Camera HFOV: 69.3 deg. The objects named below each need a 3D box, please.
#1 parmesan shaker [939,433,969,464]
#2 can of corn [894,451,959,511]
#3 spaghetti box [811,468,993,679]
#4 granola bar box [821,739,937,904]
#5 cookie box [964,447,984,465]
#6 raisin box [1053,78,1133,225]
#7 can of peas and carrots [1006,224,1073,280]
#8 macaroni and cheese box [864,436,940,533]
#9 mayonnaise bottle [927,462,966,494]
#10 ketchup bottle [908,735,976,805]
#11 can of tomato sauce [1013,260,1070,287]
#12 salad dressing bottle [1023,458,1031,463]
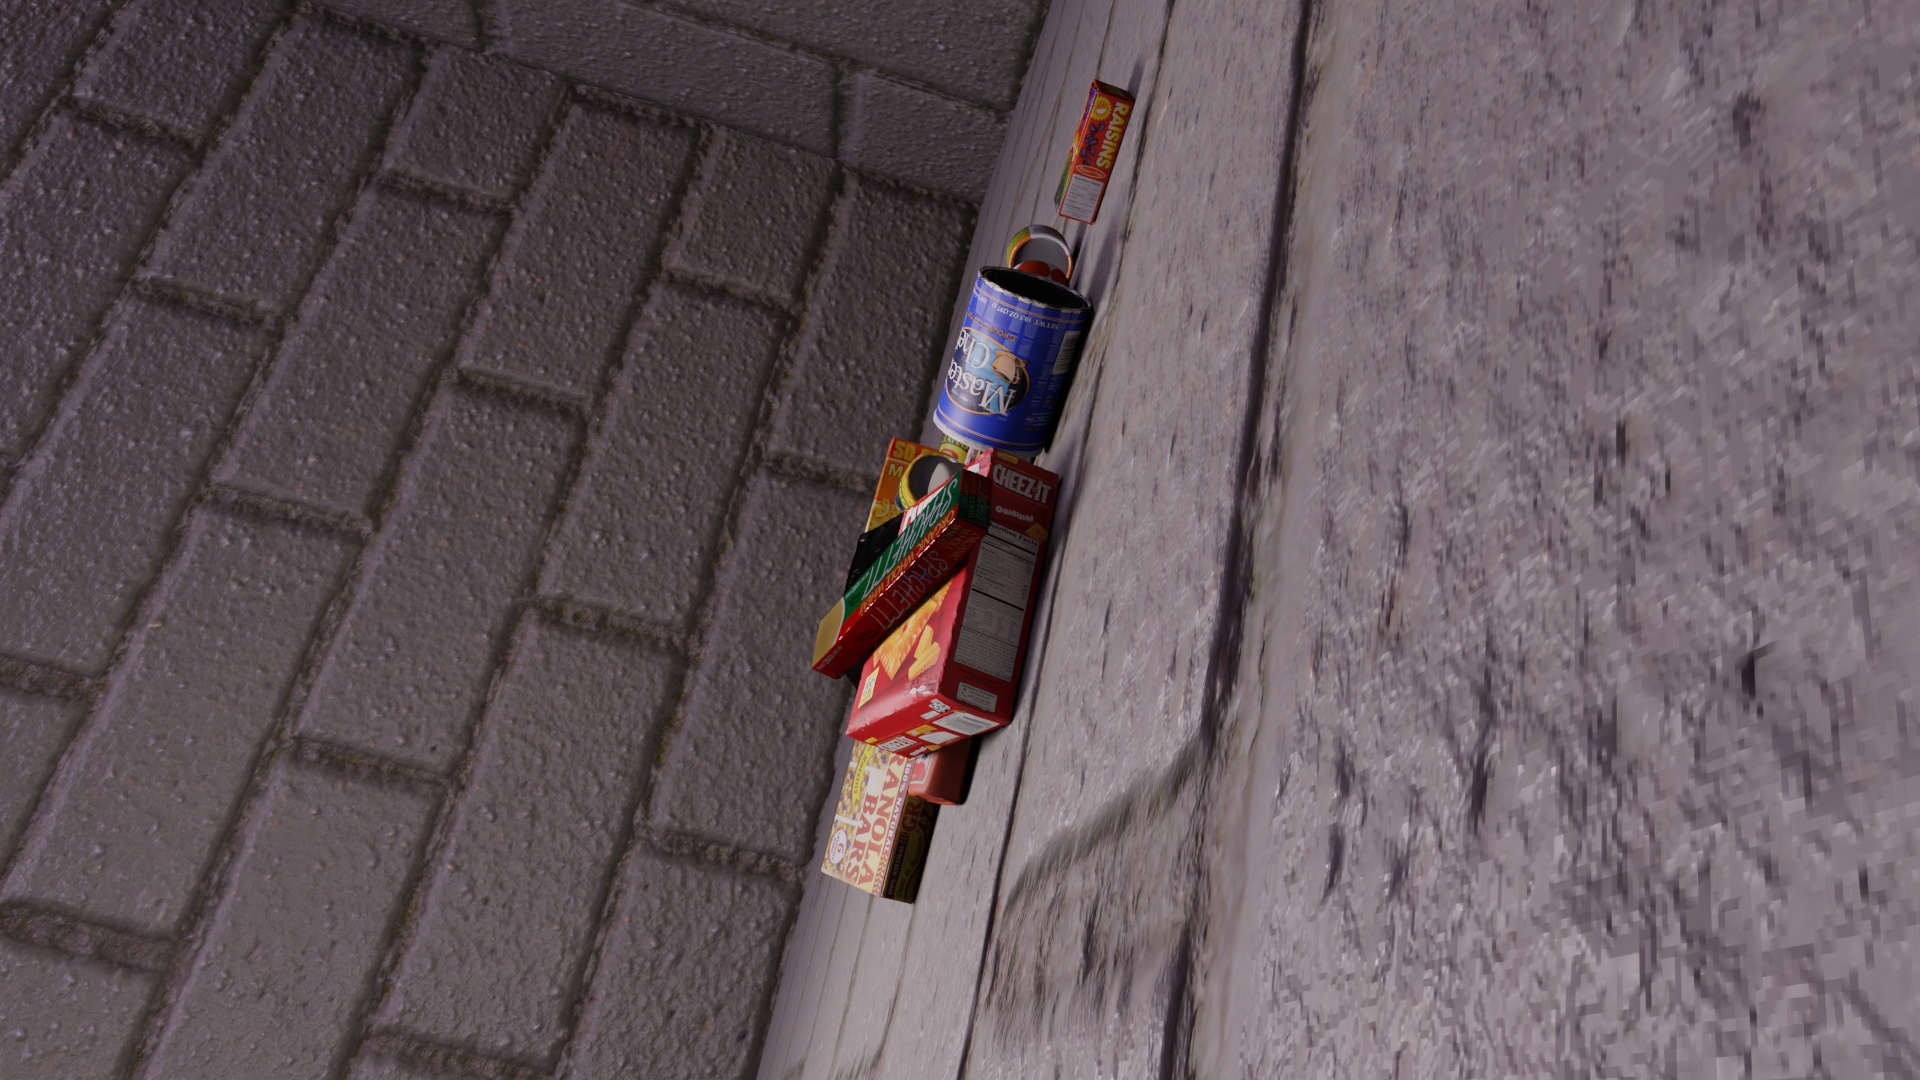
[{"bbox_3d":[0.003,-0.078,1.648,0.071,0.071,0.103,168,117,-84],"label":"parmesan shaker"},{"bbox_3d":[-0.032,-0.055,1.458,0.058,0.071,0.071,134,151,-76],"label":"can of corn"},{"bbox_3d":[-0.049,0.031,1.084,0.248,0.028,0.050,-45,29,45],"label":"spaghetti box"},{"bbox_3d":[-0.070,0.248,1.317,0.124,0.039,0.166,-2,70,58],"label":"granola bar box"},{"bbox_3d":[0.024,-0.060,1.493,0.168,0.040,0.122,-82,9,-57],"label":"cookie box"},{"bbox_3d":[0.127,-0.377,1.347,0.086,0.040,0.122,-84,12,-66],"label":"raisin box"},{"bbox_3d":[0.080,-0.284,1.422,0.059,0.071,0.070,-90,17,-70],"label":"can of peas and carrots"},{"bbox_3d":[-0.048,-0.030,1.702,0.040,0.124,0.167,125,161,-71],"label":"macaroni and cheese box"},{"bbox_3d":[0.005,-0.017,1.348,0.149,0.041,0.064,-116,34,-54],"label":"mayonnaise bottle"},{"bbox_3d":[-0.004,0.145,1.162,0.064,0.043,0.149,140,146,-71],"label":"ketchup bottle"},{"bbox_3d":[0.069,-0.220,1.336,0.070,0.071,0.083,111,173,-48],"label":"can of tomato sauce"},{"bbox_3d":[0.055,-0.124,1.338,0.064,0.044,0.148,109,175,-53],"label":"salad dressing bottle"}]
